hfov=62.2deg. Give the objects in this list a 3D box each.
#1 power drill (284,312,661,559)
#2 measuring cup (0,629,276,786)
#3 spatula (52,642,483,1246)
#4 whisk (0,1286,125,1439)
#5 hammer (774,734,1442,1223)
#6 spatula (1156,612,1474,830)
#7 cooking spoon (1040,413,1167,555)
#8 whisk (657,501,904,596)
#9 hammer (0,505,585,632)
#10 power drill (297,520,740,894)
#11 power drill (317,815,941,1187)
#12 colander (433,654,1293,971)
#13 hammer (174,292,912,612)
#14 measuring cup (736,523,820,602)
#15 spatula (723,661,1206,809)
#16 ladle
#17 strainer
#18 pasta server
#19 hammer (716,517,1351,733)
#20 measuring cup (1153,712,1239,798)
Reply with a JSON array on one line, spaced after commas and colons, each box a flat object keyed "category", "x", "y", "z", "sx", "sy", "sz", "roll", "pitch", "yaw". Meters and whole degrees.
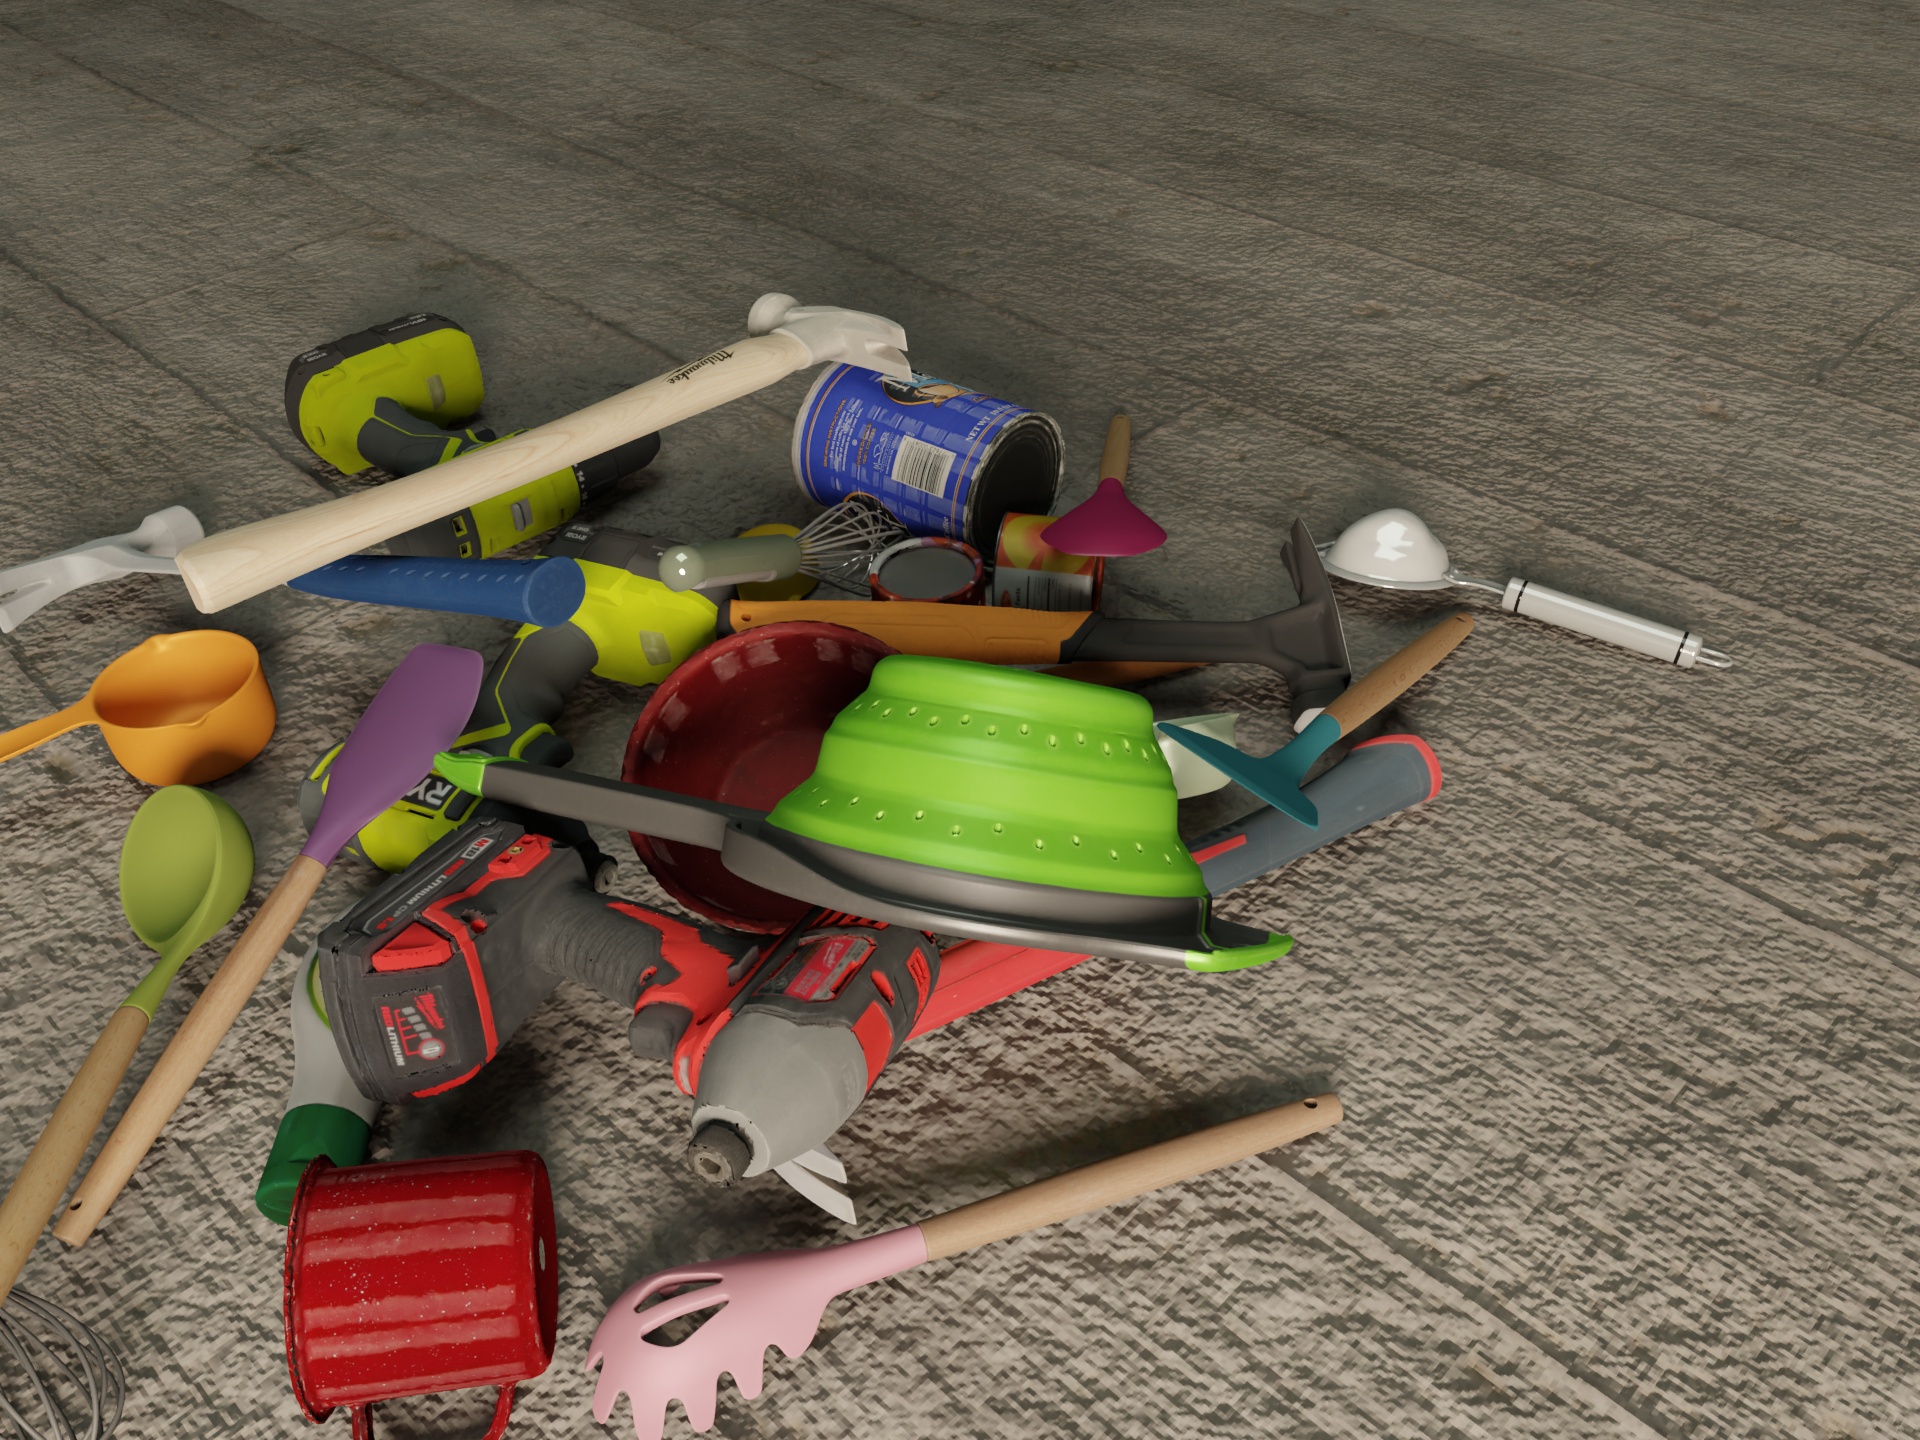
[{"category": "power drill", "x": -0.334, "y": -0.194, "z": 1.078, "sx": 0.190, "sy": 0.080, "sz": 0.229, "roll": -32, "pitch": 50, "yaw": -29}, {"category": "measuring cup", "x": -0.458, "y": 0.013, "z": 0.858, "sx": 0.173, "sy": 0.052, "sz": 0.095, "roll": -27, "pitch": 45, "yaw": -23}, {"category": "spatula", "x": -0.307, "y": 0.087, "z": 0.724, "sx": 0.060, "sy": 0.018, "sz": 0.316, "roll": 11, "pitch": 56, "yaw": 21}, {"category": "whisk", "x": -0.391, "y": 0.215, "z": 0.616, "sx": 0.239, "sy": 0.055, "sz": 0.055, "roll": 25, "pitch": 47, "yaw": 35}, {"category": "hammer", "x": 0.076, "y": 0.093, "z": 0.719, "sx": 0.386, "sy": 0.038, "sz": 0.143, "roll": -21, "pitch": 30, "yaw": -22}, {"category": "spatula", "x": 0.201, "y": -0.012, "z": 0.798, "sx": 0.082, "sy": 0.044, "sz": 0.317, "roll": 35, "pitch": 37, "yaw": 22}, {"category": "cooking spoon", "x": 0.092, "y": -0.147, "z": 0.965, "sx": 0.069, "sy": 0.017, "sz": 0.319, "roll": 2, "pitch": 22, "yaw": 7}, {"category": "whisk", "x": -0.095, "y": -0.090, "z": 0.879, "sx": 0.058, "sy": 0.059, "sz": 0.246, "roll": -13, "pitch": 3, "yaw": 23}, {"category": "hammer", "x": -0.379, "y": -0.080, "z": 0.891, "sx": 0.406, "sy": 0.035, "sz": 0.144, "roll": 6, "pitch": 27, "yaw": 30}, {"category": "power drill", "x": -0.209, "y": 0.000, "z": 0.835, "sx": 0.171, "sy": 0.080, "sz": 0.223, "roll": 14, "pitch": 49, "yaw": 21}, {"category": "power drill", "x": -0.132, "y": 0.111, "z": 0.624, "sx": 0.220, "sy": 0.078, "sz": 0.143, "roll": 7, "pitch": 29, "yaw": 21}, {"category": "colander", "x": -0.058, "y": 0.015, "z": 0.658, "sx": 0.397, "sy": 0.094, "sz": 0.204, "roll": 9, "pitch": 0, "yaw": 26}, {"category": "hammer", "x": -0.219, "y": -0.151, "z": 0.880, "sx": 0.410, "sy": 0.038, "sz": 0.146, "roll": -30, "pitch": 36, "yaw": -29}, {"category": "measuring cup", "x": -0.159, "y": -0.081, "z": 0.964, "sx": 0.156, "sy": 0.029, "sz": 0.062, "roll": -23, "pitch": 44, "yaw": -20}, {"category": "spatula", "x": -0.001, "y": -0.003, "z": 0.869, "sx": 0.322, "sy": 0.041, "sz": 0.081, "roll": -12, "pitch": 40, "yaw": -16}, {"category": "ladle", "x": -0.366, "y": 0.136, "z": 0.663, "sx": 0.078, "sy": 0.062, "sz": 0.320, "roll": -41, "pitch": 26, "yaw": 19}, {"category": "strainer", "x": 0.315, "y": -0.078, "z": 0.924, "sx": 0.258, "sy": 0.050, "sz": 0.087, "roll": 22, "pitch": 29, "yaw": 22}, {"category": "pasta server", "x": 0.010, "y": 0.200, "z": 0.623, "sx": 0.316, "sy": 0.040, "sz": 0.060, "roll": -13, "pitch": 41, "yaw": -17}, {"category": "hammer", "x": 0.040, "y": -0.052, "z": 0.850, "sx": 0.337, "sy": 0.034, "sz": 0.127, "roll": 0, "pitch": 59, "yaw": -9}, {"category": "measuring cup", "x": 0.090, "y": 0.025, "z": 0.756, "sx": 0.083, "sy": 0.038, "sz": 0.167, "roll": -9, "pitch": 4, "yaw": 15}]
